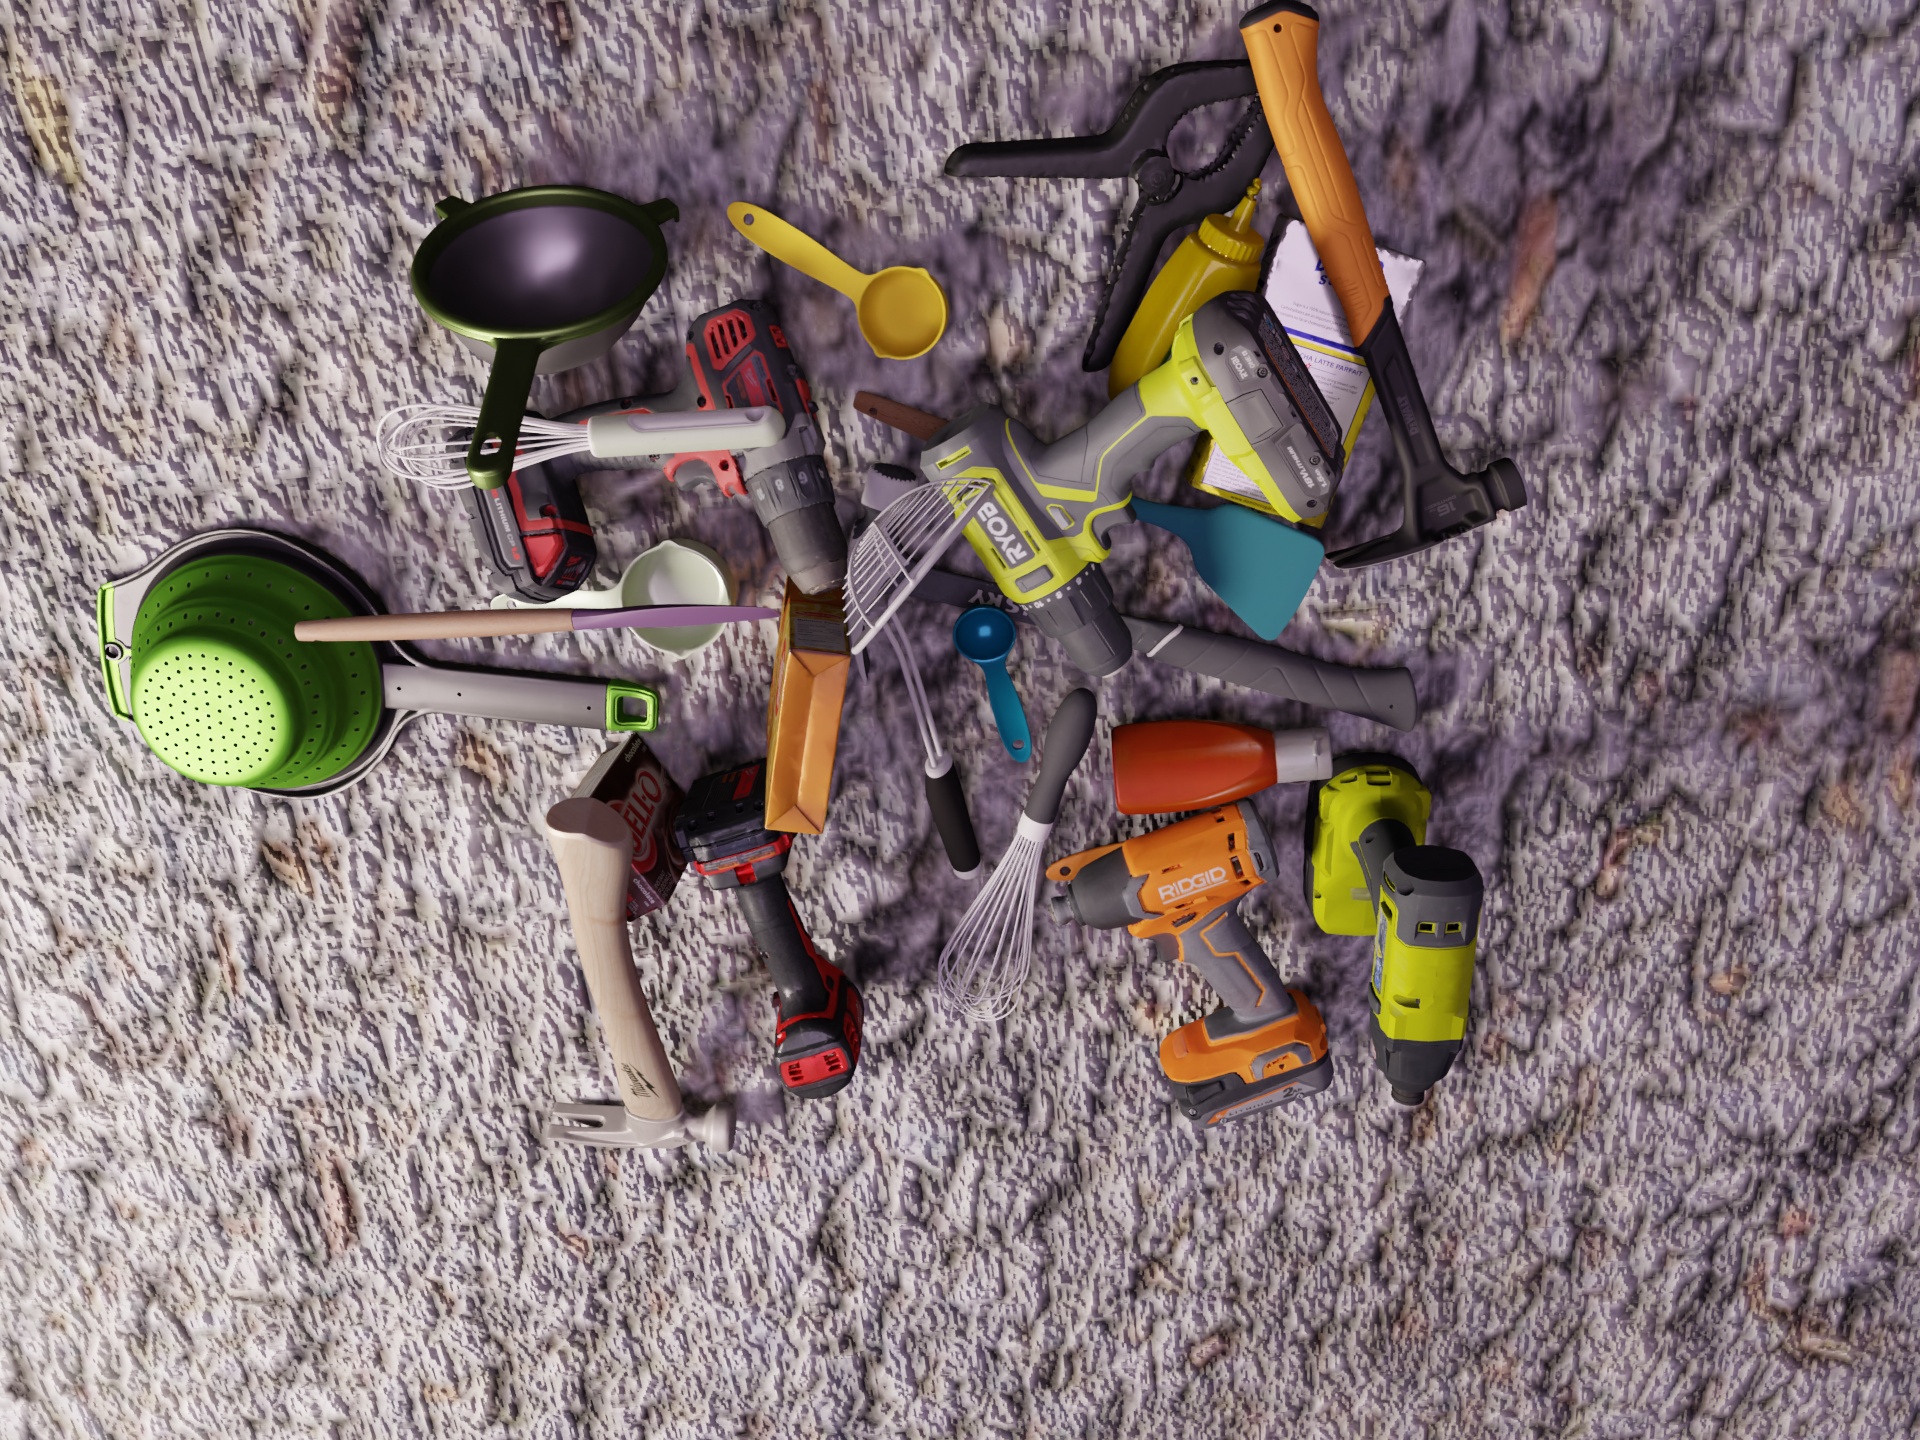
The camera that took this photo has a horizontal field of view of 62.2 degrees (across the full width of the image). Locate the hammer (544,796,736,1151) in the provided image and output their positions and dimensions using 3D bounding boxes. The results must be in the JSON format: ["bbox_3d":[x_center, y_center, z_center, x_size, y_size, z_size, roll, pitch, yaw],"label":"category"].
[{"bbox_3d":[-0.248,0.193,1.114,0.146,0.038,0.410,2,138,1],"label":"hammer"}]

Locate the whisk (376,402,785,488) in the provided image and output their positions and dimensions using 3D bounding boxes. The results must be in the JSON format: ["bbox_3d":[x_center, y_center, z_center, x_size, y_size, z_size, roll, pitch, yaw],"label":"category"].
[{"bbox_3d":[-0.228,-0.171,0.956,0.246,0.058,0.059,-3,136,1],"label":"whisk"}]

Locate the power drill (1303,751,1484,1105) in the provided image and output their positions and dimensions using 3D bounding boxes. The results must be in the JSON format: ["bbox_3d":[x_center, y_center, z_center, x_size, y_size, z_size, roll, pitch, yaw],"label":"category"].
[{"bbox_3d":[0.285,0.131,1.057,0.080,0.223,0.171,0,113,2],"label":"power drill"}]

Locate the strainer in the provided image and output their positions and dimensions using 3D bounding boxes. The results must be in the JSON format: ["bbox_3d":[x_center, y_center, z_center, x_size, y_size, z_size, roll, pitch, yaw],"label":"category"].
[{"bbox_3d":[-0.251,-0.214,0.937,0.151,0.257,0.069,0,143,0],"label":"strainer"}]

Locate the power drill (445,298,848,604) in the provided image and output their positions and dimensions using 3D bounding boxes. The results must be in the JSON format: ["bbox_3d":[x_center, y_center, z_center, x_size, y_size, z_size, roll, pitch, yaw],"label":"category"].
[{"bbox_3d":[-0.190,-0.143,1.010,0.226,0.080,0.188,-20,89,8],"label":"power drill"}]

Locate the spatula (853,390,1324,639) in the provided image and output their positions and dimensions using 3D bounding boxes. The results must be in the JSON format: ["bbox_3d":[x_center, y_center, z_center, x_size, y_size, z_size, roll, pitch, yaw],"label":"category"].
[{"bbox_3d":[0.077,-0.148,1.036,0.317,0.044,0.082,21,129,-2],"label":"spatula"}]

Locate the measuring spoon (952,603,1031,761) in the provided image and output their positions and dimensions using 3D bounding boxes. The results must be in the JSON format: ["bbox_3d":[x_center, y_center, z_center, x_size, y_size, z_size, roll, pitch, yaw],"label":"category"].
[{"bbox_3d":[0.027,-0.027,1.079,0.042,0.021,0.128,-13,123,7],"label":"measuring spoon"}]

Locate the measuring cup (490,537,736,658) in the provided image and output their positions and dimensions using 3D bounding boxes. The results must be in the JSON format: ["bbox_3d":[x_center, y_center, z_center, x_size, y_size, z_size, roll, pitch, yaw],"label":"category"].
[{"bbox_3d":[-0.234,-0.085,1.084,0.167,0.038,0.083,-1,110,7],"label":"measuring cup"}]

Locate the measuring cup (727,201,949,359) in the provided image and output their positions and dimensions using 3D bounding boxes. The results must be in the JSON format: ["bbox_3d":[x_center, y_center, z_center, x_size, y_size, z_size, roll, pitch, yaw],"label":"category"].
[{"bbox_3d":[-0.077,-0.284,1.005,0.156,0.029,0.062,32,111,1],"label":"measuring cup"}]

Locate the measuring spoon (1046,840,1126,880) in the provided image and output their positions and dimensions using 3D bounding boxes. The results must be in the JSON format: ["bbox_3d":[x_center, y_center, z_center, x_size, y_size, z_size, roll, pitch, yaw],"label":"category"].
[{"bbox_3d":[0.119,0.100,1.164,0.117,0.011,0.021,-15,112,8],"label":"measuring spoon"}]

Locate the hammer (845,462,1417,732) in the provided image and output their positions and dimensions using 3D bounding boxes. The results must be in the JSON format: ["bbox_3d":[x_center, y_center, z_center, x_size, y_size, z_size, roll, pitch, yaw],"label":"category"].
[{"bbox_3d":[0.118,-0.054,1.087,0.409,0.036,0.149,14,114,-4],"label":"hammer"}]

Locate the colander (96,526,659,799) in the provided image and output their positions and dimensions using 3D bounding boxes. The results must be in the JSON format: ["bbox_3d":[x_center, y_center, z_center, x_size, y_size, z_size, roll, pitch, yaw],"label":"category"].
[{"bbox_3d":[-0.411,-0.013,1.088,0.397,0.095,0.204,6,113,0],"label":"colander"}]

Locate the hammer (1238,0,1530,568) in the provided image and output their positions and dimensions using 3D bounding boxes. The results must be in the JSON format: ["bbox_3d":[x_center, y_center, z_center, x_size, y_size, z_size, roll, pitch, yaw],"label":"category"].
[{"bbox_3d":[0.231,-0.256,0.950,0.127,0.034,0.336,-22,109,7],"label":"hammer"}]

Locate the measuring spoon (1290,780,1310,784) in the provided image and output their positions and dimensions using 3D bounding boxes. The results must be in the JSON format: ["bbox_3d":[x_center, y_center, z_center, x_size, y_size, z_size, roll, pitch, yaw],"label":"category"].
[{"bbox_3d":[0.194,0.028,1.132,0.124,0.018,0.034,-1,91,9],"label":"measuring spoon"}]

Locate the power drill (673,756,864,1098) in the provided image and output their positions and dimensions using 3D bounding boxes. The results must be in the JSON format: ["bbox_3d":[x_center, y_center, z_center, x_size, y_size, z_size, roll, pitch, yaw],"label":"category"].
[{"bbox_3d":[-0.124,0.143,1.129,0.078,0.143,0.219,-17,105,4],"label":"power drill"}]

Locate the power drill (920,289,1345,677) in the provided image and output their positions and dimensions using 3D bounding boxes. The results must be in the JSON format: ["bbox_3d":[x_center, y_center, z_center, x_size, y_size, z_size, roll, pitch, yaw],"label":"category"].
[{"bbox_3d":[0.112,-0.138,0.970,0.228,0.080,0.190,-25,111,29],"label":"power drill"}]

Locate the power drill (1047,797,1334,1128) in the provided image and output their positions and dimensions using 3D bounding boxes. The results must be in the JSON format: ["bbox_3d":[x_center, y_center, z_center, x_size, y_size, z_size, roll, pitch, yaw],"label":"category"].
[{"bbox_3d":[0.169,0.180,1.153,0.164,0.084,0.226,-20,111,6],"label":"power drill"}]

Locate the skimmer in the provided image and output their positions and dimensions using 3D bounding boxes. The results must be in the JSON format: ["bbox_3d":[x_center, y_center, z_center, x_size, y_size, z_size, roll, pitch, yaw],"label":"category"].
[{"bbox_3d":[-0.002,-0.003,1.022,0.090,0.127,0.362,18,144,27],"label":"skimmer"}]

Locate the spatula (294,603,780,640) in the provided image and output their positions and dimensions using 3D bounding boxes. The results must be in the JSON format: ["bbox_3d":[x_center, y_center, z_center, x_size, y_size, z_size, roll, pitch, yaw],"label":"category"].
[{"bbox_3d":[-0.276,-0.065,1.030,0.316,0.059,0.018,-2,85,3],"label":"spatula"}]

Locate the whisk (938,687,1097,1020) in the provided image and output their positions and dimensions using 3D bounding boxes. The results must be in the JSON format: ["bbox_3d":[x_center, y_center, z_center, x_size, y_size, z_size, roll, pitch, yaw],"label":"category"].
[{"bbox_3d":[0.044,0.100,1.133,0.070,0.070,0.284,17,115,-5],"label":"whisk"}]
